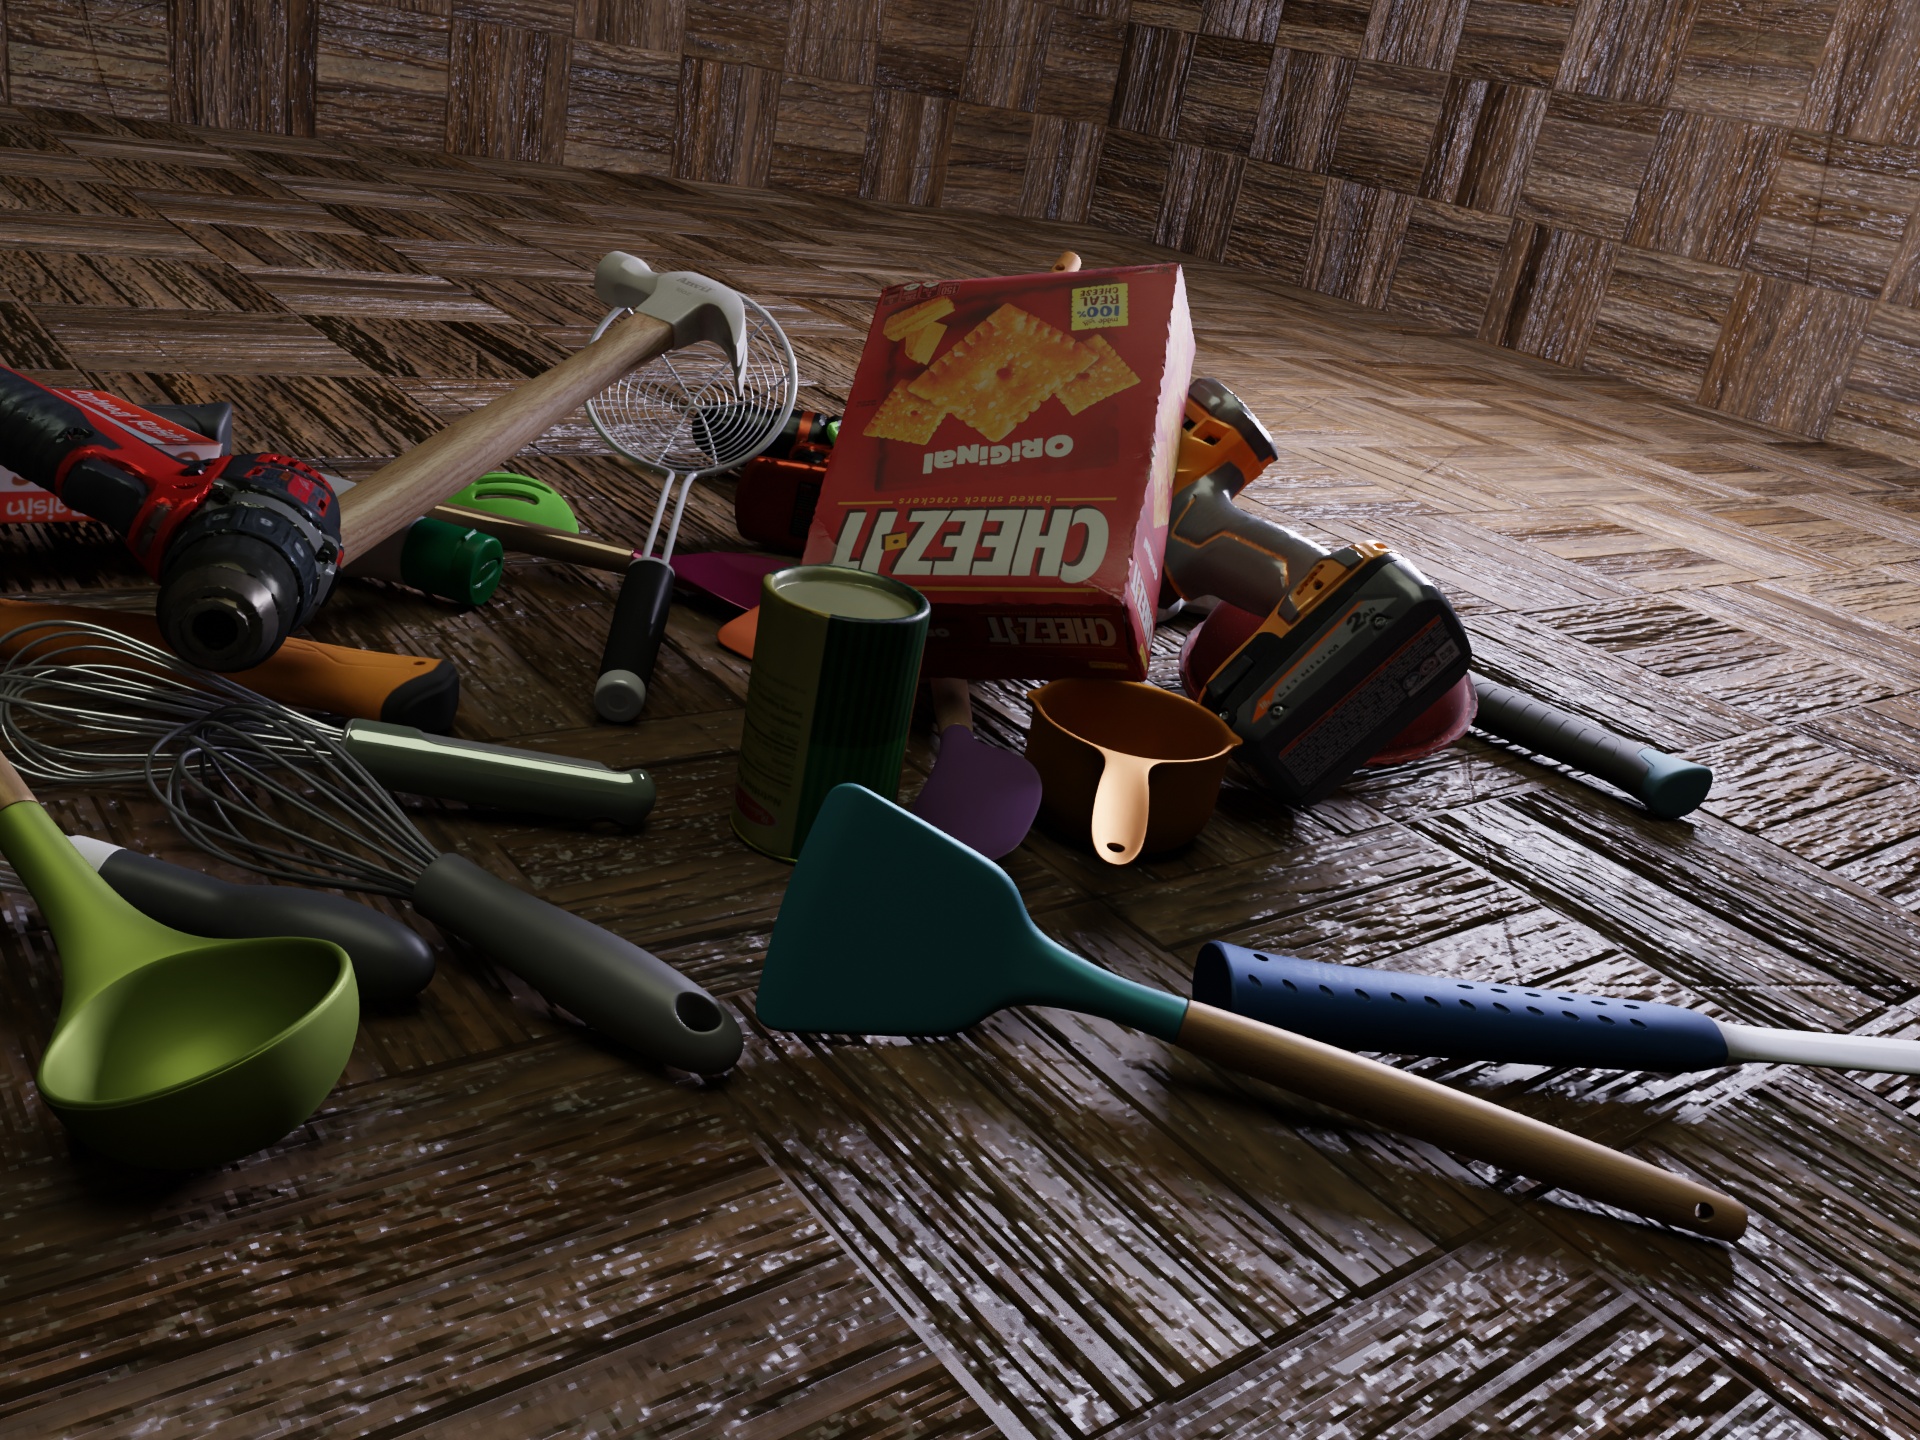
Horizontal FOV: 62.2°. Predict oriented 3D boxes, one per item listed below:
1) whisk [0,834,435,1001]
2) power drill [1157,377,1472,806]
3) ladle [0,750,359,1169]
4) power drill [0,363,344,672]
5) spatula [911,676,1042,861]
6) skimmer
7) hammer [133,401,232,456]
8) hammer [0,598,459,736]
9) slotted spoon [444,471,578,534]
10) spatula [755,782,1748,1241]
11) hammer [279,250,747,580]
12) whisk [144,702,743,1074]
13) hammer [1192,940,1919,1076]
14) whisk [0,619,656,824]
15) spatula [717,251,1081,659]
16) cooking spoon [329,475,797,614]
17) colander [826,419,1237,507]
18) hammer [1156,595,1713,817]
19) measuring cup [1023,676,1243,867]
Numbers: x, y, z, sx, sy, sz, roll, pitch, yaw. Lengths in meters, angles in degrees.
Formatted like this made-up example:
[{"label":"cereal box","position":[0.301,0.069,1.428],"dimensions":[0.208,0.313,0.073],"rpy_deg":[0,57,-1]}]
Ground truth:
[{"label":"whisk","position":[-0.298,0.038,0.487],"dimensions":[0.284,0.070,0.070],"rpy_deg":[16,23,0]},{"label":"power drill","position":[0.117,-0.056,0.795],"dimensions":[0.084,0.185,0.226],"rpy_deg":[42,8,-46]},{"label":"ladle","position":[-0.284,0.003,0.451],"dimensions":[0.320,0.062,0.078],"rpy_deg":[42,46,18]},{"label":"power drill","position":[-0.340,-0.094,0.582],"dimensions":[0.226,0.080,0.188],"rpy_deg":[27,9,-24]},{"label":"spatula","position":[-0.001,-0.002,0.747],"dimensions":[0.060,0.018,0.316],"rpy_deg":[-26,21,6]},{"label":"skimmer","position":[-0.156,-0.131,0.835],"dimensions":[0.127,0.090,0.364],"rpy_deg":[4,32,-5]},{"label":"hammer","position":[-0.561,-0.156,0.845],"dimensions":[0.334,0.035,0.146],"rpy_deg":[-10,31,-40]},{"label":"hammer","position":[-0.375,-0.037,0.652],"dimensions":[0.337,0.034,0.127],"rpy_deg":[9,24,-5]},{"label":"slotted spoon","position":[-0.366,-0.122,0.865],"dimensions":[0.313,0.031,0.070],"rpy_deg":[-1,32,-23]},{"label":"spatula","position":[0.095,0.108,0.508],"dimensions":[0.317,0.082,0.044],"rpy_deg":[18,-5,6]},{"label":"hammer","position":[-0.229,-0.150,0.811],"dimensions":[0.130,0.031,0.331],"rpy_deg":[24,48,23]},{"label":"whisk","position":[-0.171,0.055,0.516],"dimensions":[0.239,0.055,0.055],"rpy_deg":[25,26,19]},{"label":"hammer","position":[0.285,0.120,0.580],"dimensions":[0.405,0.035,0.144],"rpy_deg":[7,23,-10]},{"label":"whisk","position":[-0.237,0.009,0.594],"dimensions":[0.246,0.059,0.058],"rpy_deg":[10,-5,-12]},{"label":"spatula","position":[-0.013,-0.146,0.867],"dimensions":[0.081,0.041,0.323],"rpy_deg":[22,68,22]},{"label":"cooking spoon","position":[-0.202,-0.091,0.857],"dimensions":[0.319,0.017,0.069],"rpy_deg":[13,30,-5]},{"label":"colander","position":[0.098,-0.168,1.030],"dimensions":[0.397,0.094,0.205],"rpy_deg":[-2,49,-48]},{"label":"hammer","position":[0.262,-0.025,0.916],"dimensions":[0.331,0.033,0.128],"rpy_deg":[29,30,36]},{"label":"measuring cup","position":[0.064,0.037,0.656],"dimensions":[0.095,0.052,0.174],"rpy_deg":[13,25,4]}]
